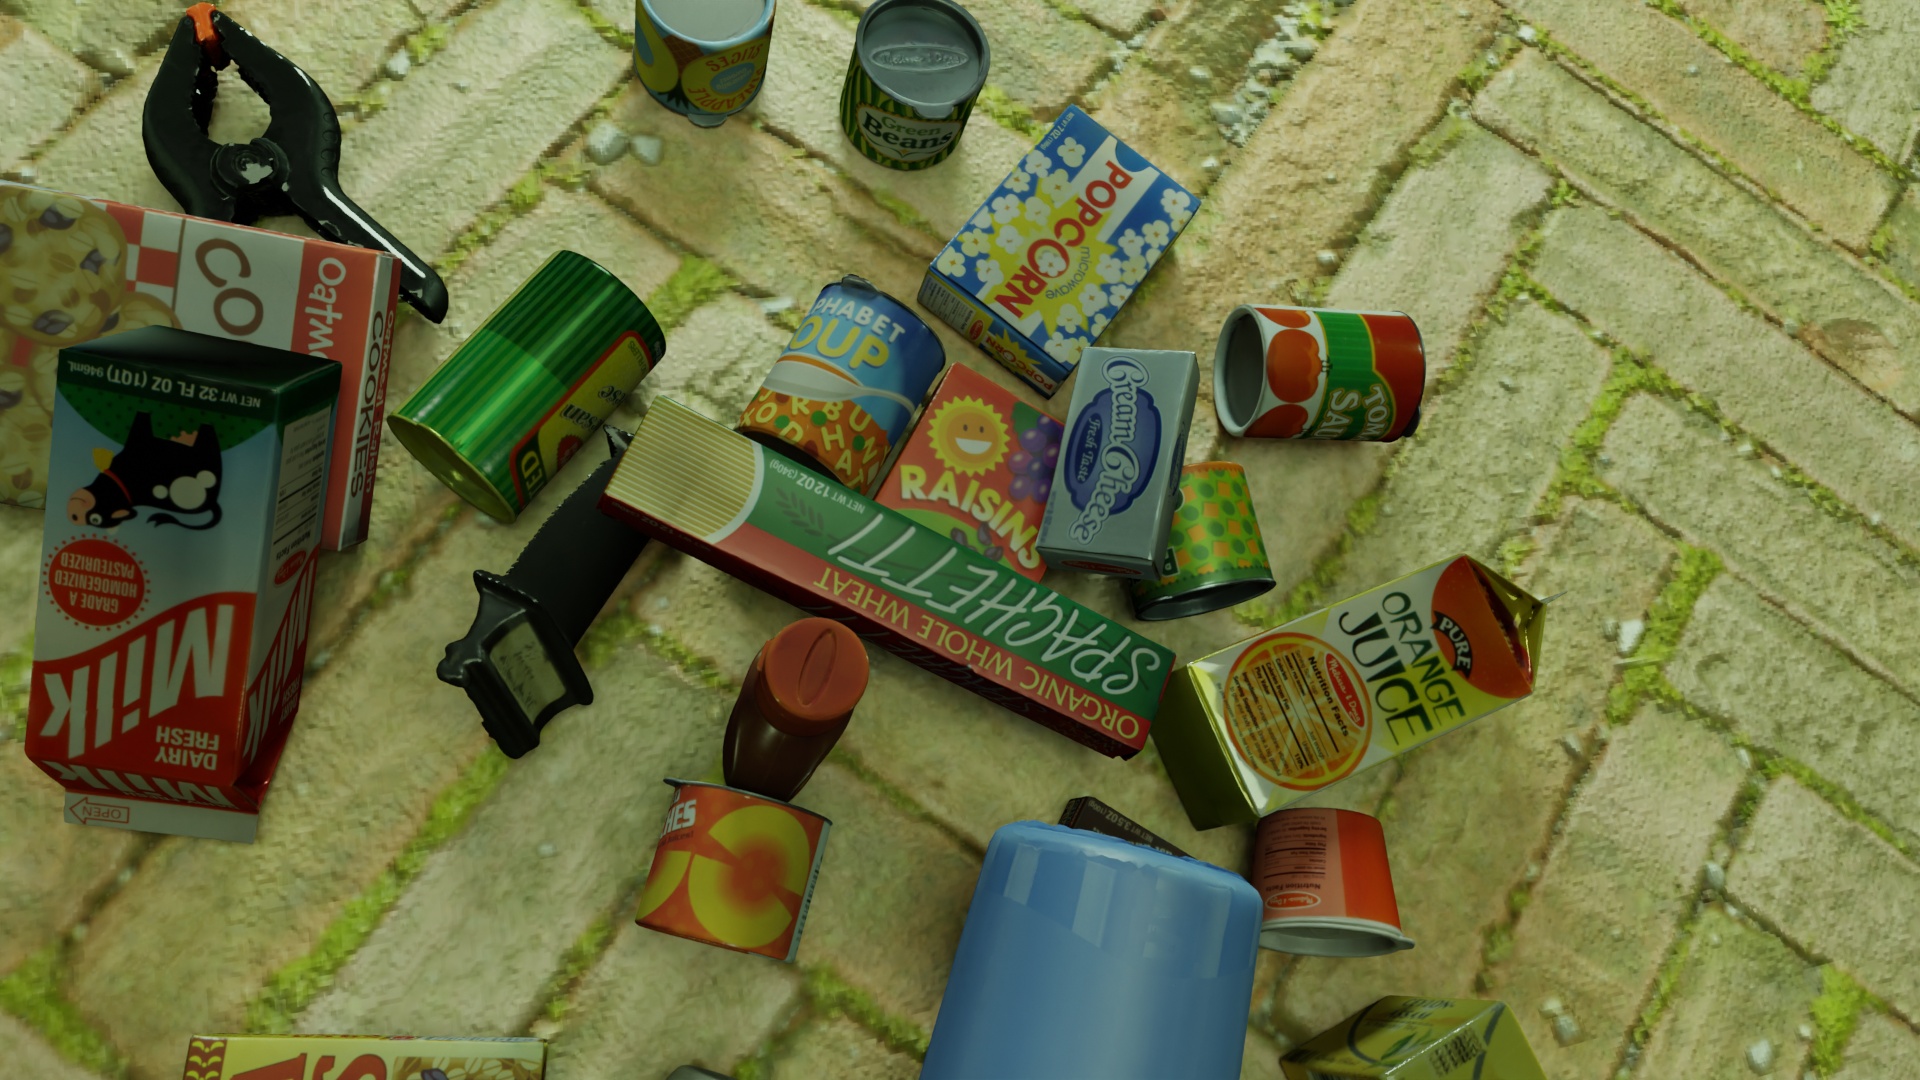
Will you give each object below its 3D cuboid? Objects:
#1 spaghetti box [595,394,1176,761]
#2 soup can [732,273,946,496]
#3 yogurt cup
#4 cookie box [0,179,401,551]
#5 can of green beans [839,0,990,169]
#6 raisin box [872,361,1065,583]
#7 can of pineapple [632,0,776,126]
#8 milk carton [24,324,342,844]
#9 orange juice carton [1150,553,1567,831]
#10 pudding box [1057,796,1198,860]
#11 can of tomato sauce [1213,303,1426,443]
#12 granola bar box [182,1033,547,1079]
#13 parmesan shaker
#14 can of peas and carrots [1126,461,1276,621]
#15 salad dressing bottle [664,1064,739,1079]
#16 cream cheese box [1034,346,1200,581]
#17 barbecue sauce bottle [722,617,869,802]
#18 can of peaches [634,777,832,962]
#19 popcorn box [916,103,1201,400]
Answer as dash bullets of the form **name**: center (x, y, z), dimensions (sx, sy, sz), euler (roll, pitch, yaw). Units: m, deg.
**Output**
- **spaghetti box**: center (-0.026, 0.019, 0.581), dimensions (0.250, 0.028, 0.050), euler (27, 69, -10)
- **soup can**: center (-0.056, -0.066, 0.625), dimensions (0.071, 0.071, 0.084), euler (30, 69, -3)
- **yogurt cup**: center (0.159, 0.151, 0.614), dimensions (0.072, 0.072, 0.054), euler (10, 63, -10)
- **cookie box**: center (-0.321, -0.070, 0.554), dimensions (0.167, 0.040, 0.122), euler (9, 98, -11)
- **can of green beans**: center (-0.024, -0.227, 0.689), dimensions (0.071, 0.057, 0.071), euler (4, 72, -13)
- **raisin box**: center (0.002, -0.008, 0.638), dimensions (0.086, 0.040, 0.124), euler (30, 70, -4)
- **can of pineapple**: center (-0.123, -0.247, 0.672), dimensions (0.071, 0.057, 0.071), euler (4, 73, -13)
- **milk carton**: center (-0.289, 0.023, 0.517), dimensions (0.072, 0.073, 0.190), euler (10, 103, -10)
- **orange juice carton**: center (0.187, 0.063, 0.643), dimensions (0.193, 0.071, 0.073), euler (-20, 79, -18)
- **pudding box**: center (0.076, 0.154, 0.610), dimensions (0.084, 0.030, 0.050), euler (31, 70, -2)
- **can of tomato sauce**: center (0.176, -0.081, 0.687), dimensions (0.083, 0.071, 0.071), euler (1, 73, -12)
- **granola bar box**: center (-0.221, 0.265, 0.499), dimensions (0.124, 0.039, 0.166), euler (6, 72, -12)
- **parmesan shaker**: center (-0.183, -0.068, 0.594), dimensions (0.071, 0.071, 0.103), euler (37, 69, 0)
- **can of peas and carrots**: center (0.105, 0.001, 0.644), dimensions (0.071, 0.070, 0.059), euler (-8, 75, -16)
- **salad dressing bottle**: center (-0.113, 0.277, 0.519), dimensions (0.064, 0.044, 0.148), euler (23, 70, -8)
- **cream cheese box**: center (0.071, -0.036, 0.616), dimensions (0.053, 0.024, 0.104), euler (6, 69, 22)
- **barbecue sauce bottle**: center (-0.065, 0.064, 0.540), dimensions (0.044, 0.148, 0.065), euler (21, 70, -6)
- **can of peaches**: center (-0.093, 0.132, 0.556), dimensions (0.071, 0.071, 0.058), euler (16, 71, -8)
- **popcorn box**: center (0.049, -0.144, 0.692), dimensions (0.085, 0.038, 0.127), euler (37, 69, 1)
